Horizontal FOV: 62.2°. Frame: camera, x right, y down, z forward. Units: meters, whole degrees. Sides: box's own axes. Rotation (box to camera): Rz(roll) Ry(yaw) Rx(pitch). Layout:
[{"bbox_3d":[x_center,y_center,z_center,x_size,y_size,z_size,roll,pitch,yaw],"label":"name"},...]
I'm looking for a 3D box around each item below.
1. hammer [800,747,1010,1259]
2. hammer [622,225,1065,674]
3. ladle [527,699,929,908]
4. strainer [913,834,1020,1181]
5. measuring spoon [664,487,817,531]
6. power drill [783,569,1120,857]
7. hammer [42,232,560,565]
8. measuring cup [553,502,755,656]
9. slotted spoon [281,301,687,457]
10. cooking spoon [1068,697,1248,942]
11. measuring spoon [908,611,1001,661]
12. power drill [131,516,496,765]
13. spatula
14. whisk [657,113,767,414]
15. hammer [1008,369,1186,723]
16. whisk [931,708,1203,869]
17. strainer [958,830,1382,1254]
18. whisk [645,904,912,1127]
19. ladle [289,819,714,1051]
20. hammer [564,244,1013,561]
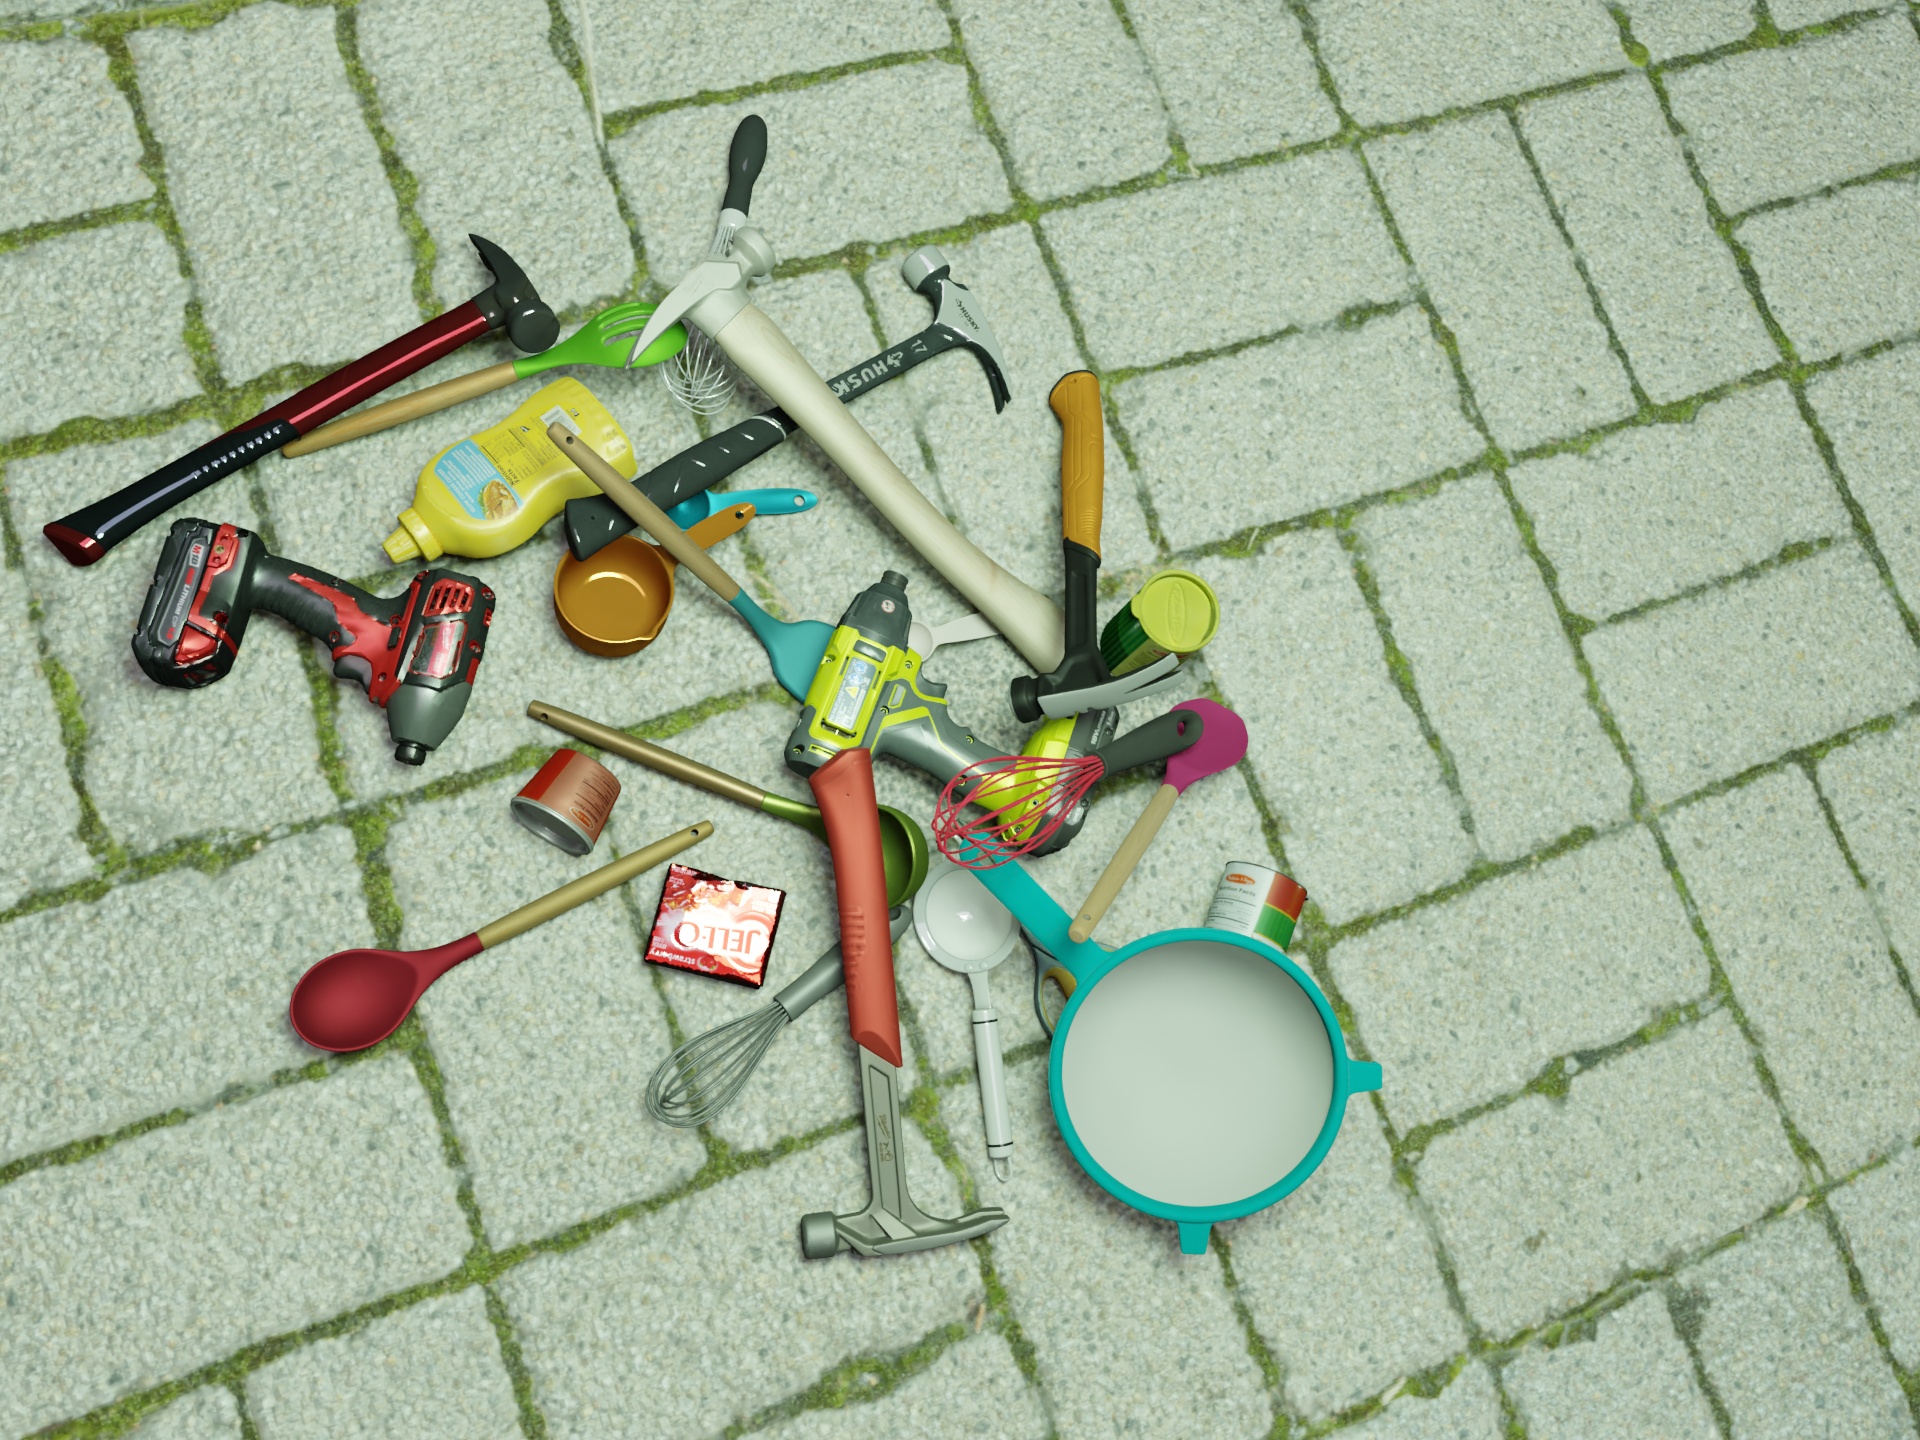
[{"bbox_3d":[-0.054,0.198,1.133,0.149,0.037,0.359,-5,91,-12],"label":"hammer"},{"bbox_3d":[-0.068,-0.178,1.216,0.410,0.038,0.146,45,70,-13],"label":"hammer"},{"bbox_3d":[-0.173,0.054,1.176,0.320,0.062,0.078,22,109,-2],"label":"ladle"},{"bbox_3d":[0.016,0.212,1.184,0.087,0.050,0.258,-10,83,23],"label":"strainer"},{"bbox_3d":[-0.176,-0.170,1.254,0.128,0.021,0.042,-5,86,-23],"label":"measuring spoon"},{"bbox_3d":[-0.002,-0.004,1.206,0.223,0.080,0.171,24,72,-9],"label":"power drill"},{"bbox_3d":[-0.492,-0.235,1.177,0.386,0.038,0.143,-32,52,-11],"label":"hammer"},{"bbox_3d":[-0.230,-0.113,1.210,0.173,0.052,0.095,-35,85,-25],"label":"measuring cup"},{"bbox_3d":[-0.359,-0.254,1.198,0.314,0.031,0.070,-20,56,-3],"label":"slotted spoon"},{"bbox_3d":[0.146,0.067,1.179,0.069,0.017,0.319,29,39,11],"label":"cooking spoon"},{"bbox_3d":[0.001,-0.072,1.268,0.124,0.018,0.034,-15,88,-22],"label":"measuring spoon"},{"bbox_3d":[-0.456,-0.055,1.134,0.219,0.078,0.143,13,74,-11],"label":"power drill"},{"bbox_3d":[-0.179,-0.111,1.175,0.317,0.044,0.082,43,68,-32],"label":"spatula"},{"bbox_3d":[-0.189,-0.372,1.282,0.070,0.070,0.285,12,69,-9],"label":"whisk"},{"bbox_3d":[0.101,-0.150,1.229,0.127,0.034,0.337,-13,52,19],"label":"hammer"},{"bbox_3d":[0.083,0.039,1.134,0.296,0.073,0.073,-20,80,-44],"label":"whisk"},{"bbox_3d":[0.125,0.203,1.164,0.211,0.095,0.340,-45,88,4],"label":"strainer"},{"bbox_3d":[-0.126,0.210,1.152,0.239,0.055,0.055,-37,86,-22],"label":"whisk"},{"bbox_3d":[-0.320,0.144,1.137,0.315,0.031,0.069,-26,85,-19],"label":"ladle"},{"bbox_3d":[-0.132,-0.231,1.239,0.409,0.036,0.149,-35,87,-26],"label":"hammer"}]
